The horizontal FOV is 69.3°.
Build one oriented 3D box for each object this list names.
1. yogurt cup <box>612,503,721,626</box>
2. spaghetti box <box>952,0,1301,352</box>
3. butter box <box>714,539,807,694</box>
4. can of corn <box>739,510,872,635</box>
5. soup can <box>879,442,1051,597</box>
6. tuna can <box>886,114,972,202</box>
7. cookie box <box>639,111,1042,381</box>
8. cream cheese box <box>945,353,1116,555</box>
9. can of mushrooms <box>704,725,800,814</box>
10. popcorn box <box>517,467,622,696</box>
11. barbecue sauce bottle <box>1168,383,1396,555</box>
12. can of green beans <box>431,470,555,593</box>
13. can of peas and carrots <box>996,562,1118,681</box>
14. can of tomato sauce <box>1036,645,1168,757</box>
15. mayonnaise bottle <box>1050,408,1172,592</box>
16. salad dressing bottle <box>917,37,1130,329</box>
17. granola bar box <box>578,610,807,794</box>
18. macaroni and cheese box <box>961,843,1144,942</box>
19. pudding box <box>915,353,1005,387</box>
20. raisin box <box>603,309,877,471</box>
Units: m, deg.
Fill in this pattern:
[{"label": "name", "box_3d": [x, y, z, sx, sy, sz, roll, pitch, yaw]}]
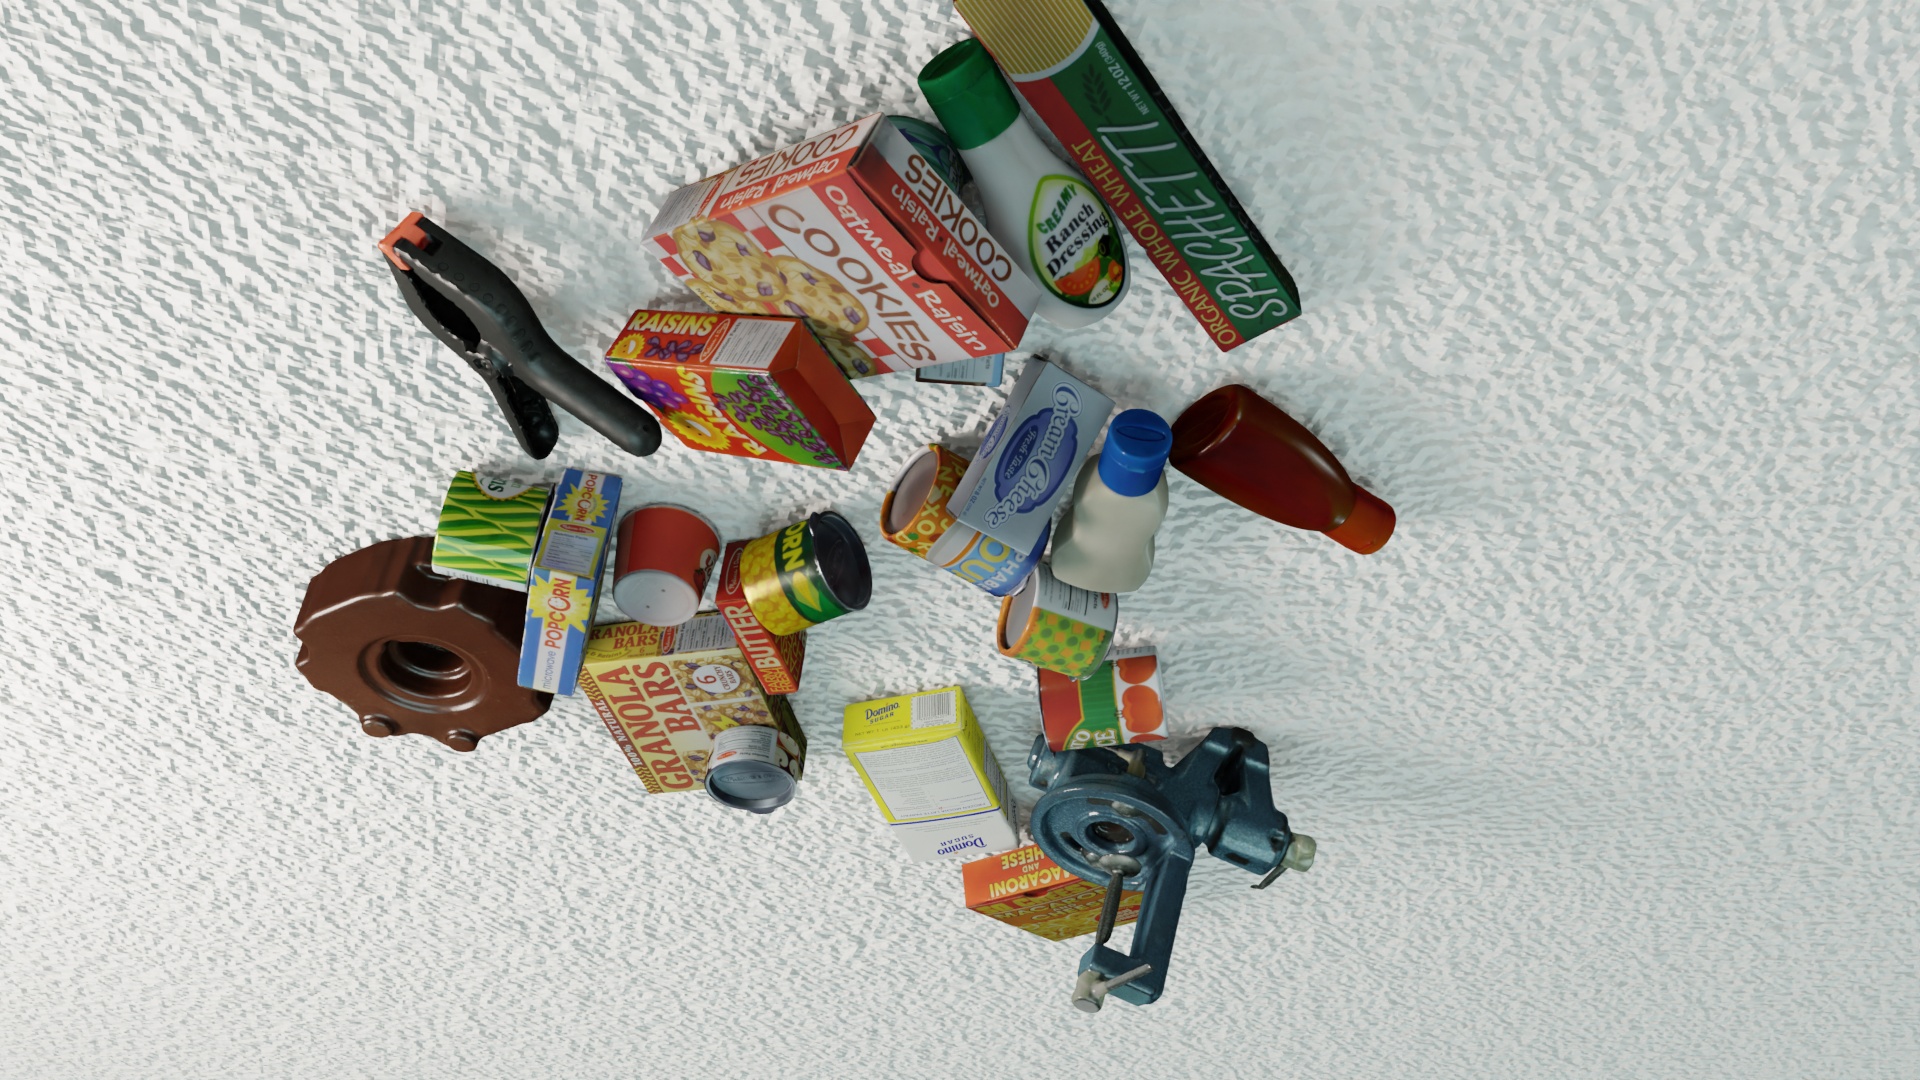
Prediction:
[{"label": "yogurt cup", "box_3d": [-0.190, 0.018, 0.888, 0.072, 0.054, 0.072, 1, 136, 1]}, {"label": "spaghetti box", "box_3d": [0.089, -0.187, 0.679, 0.050, 0.029, 0.249, -26, 130, 27]}, {"label": "butter box", "box_3d": [-0.131, 0.052, 0.924, 0.024, 0.053, 0.103, -8, 136, 12]}, {"label": "can of corn", "box_3d": [-0.099, 0.020, 0.879, 0.058, 0.071, 0.071, -20, 133, 22]}, {"label": "soup can", "box_3d": [0.003, -0.011, 0.839, 0.084, 0.072, 0.071, 27, 131, -25]}, {"label": "tuna can", "box_3d": [-0.029, -0.175, 0.692, 0.071, 0.033, 0.070, 1, 137, 1]}, {"label": "cookie box", "box_3d": [-0.061, -0.133, 0.681, 0.167, 0.040, 0.122, -3, 145, 46]}, {"label": "cream cheese box", "box_3d": [0.040, -0.048, 0.794, 0.053, 0.024, 0.103, 27, 96, -25]}, {"label": "can of mushrooms", "box_3d": [-0.149, 0.166, 1.002, 0.071, 0.034, 0.070, 0, 137, 0]}, {"label": "popcorn box", "box_3d": [-0.247, 0.028, 0.877, 0.038, 0.085, 0.126, 14, 136, -11]}, {"label": "barbecue sauce bottle", "box_3d": [0.196, -0.037, 0.826, 0.148, 0.044, 0.064, 27, 140, -26]}, {"label": "can of green beans", "box_3d": [-0.288, -0.006, 0.857, 0.058, 0.071, 0.071, 14, 136, -12]}, {"label": "can of peas and carrots", "box_3d": [0.061, 0.054, 0.909, 0.059, 0.071, 0.070, 18, 134, -16]}, {"label": "can of tomato sauce", "box_3d": [0.100, 0.112, 0.969, 0.083, 0.071, 0.071, -8, 136, 10]}, {"label": "mayonnaise bottle", "box_3d": [0.094, -0.021, 0.828, 0.065, 0.041, 0.147, 9, 148, 0]}, {"label": "salad dressing bottle", "box_3d": [0.031, -0.172, 0.679, 0.064, 0.044, 0.147, -47, 124, -14]}, {"label": "granola bar box", "box_3d": [-0.193, 0.120, 1.008, 0.124, 0.039, 0.164, -7, 137, 8]}, {"label": "macaroni and cheese box", "box_3d": [0.095, 0.289, 1.151, 0.123, 0.040, 0.166, -21, 148, 22]}, {"label": "pudding box", "box_3d": [0.002, -0.123, 0.749, 0.050, 0.030, 0.083, 4, 137, -1]}, {"label": "raisin box", "box_3d": [-0.119, -0.081, 0.749, 0.123, 0.040, 0.086, 10, 153, 34]}]
